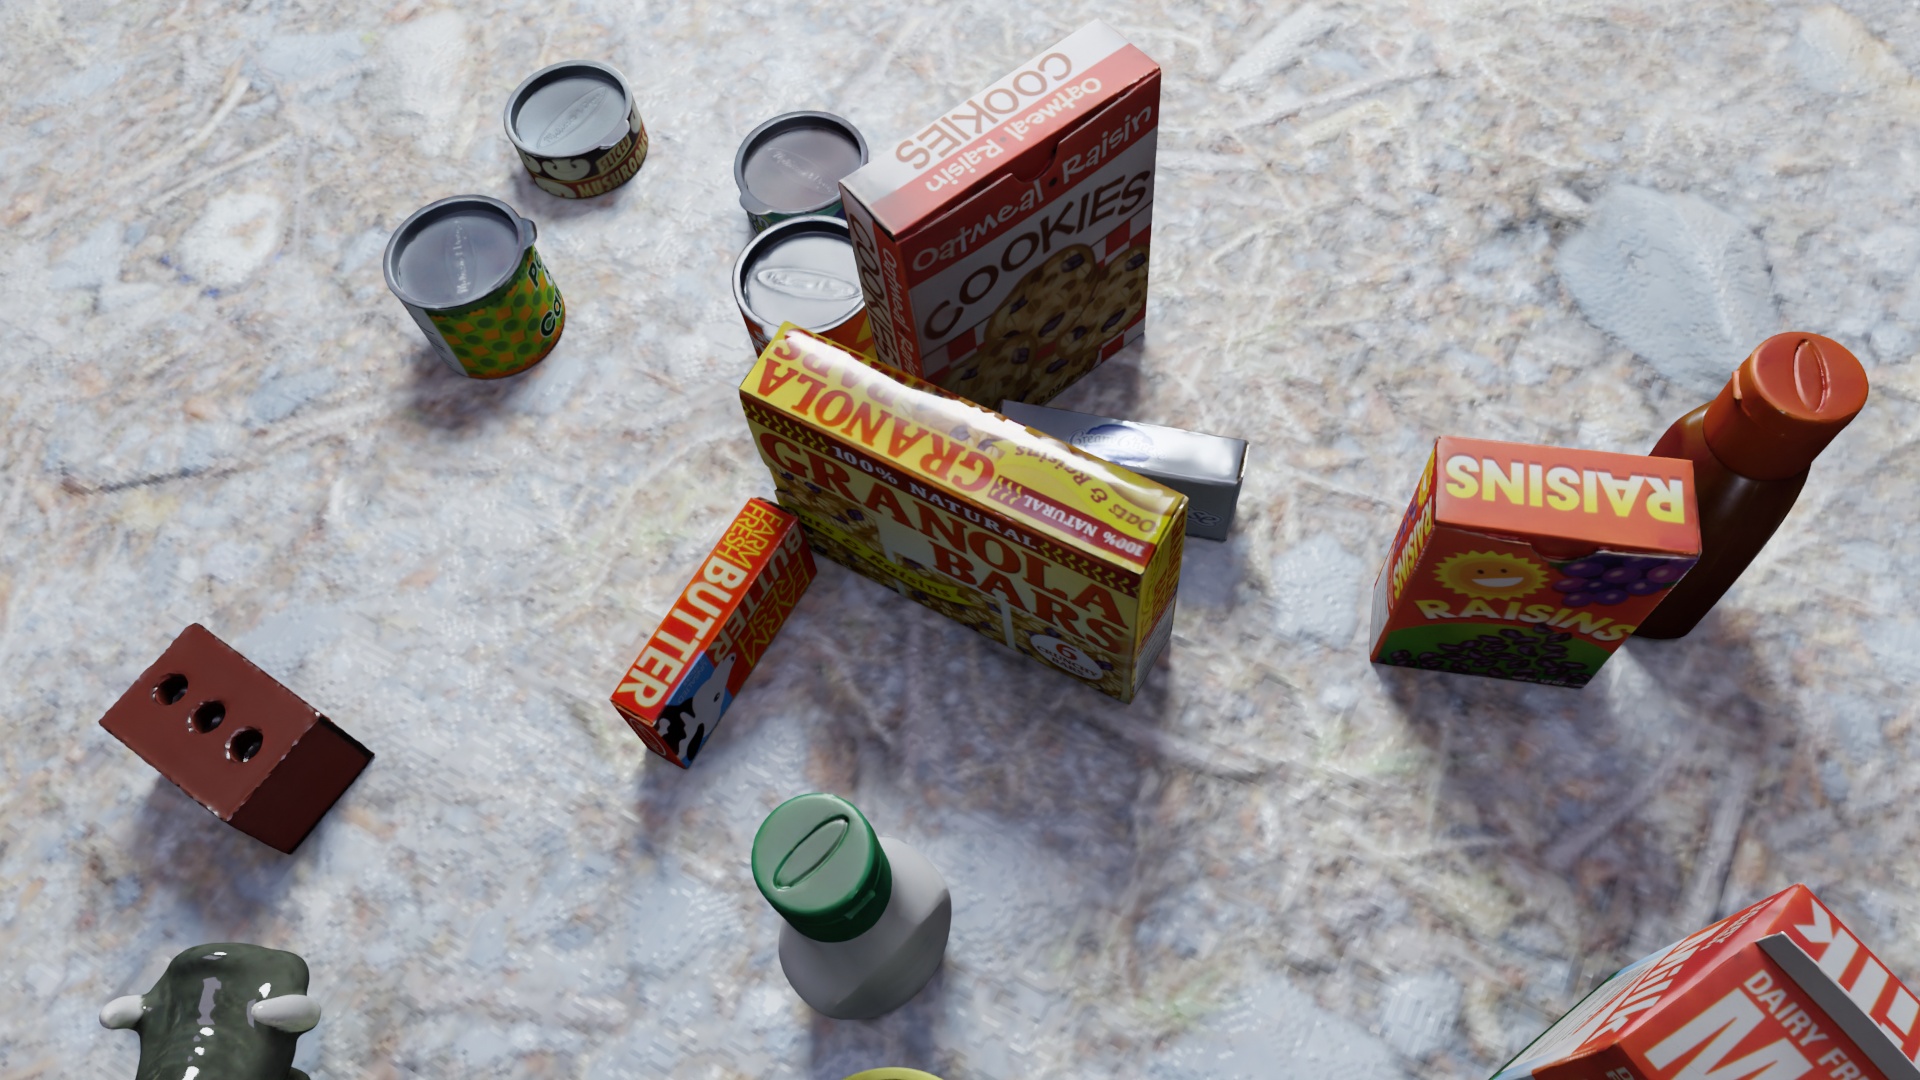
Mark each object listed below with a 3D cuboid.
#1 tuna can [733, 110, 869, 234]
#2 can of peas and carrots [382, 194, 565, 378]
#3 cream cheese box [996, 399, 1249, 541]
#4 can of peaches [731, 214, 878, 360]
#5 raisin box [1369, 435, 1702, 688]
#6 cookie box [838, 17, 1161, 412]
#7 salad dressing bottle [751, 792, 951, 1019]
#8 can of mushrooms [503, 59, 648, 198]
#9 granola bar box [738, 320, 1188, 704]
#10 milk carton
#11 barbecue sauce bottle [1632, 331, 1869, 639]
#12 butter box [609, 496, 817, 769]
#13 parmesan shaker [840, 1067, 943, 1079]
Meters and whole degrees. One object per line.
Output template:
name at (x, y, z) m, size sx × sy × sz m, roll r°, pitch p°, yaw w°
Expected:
tuna can at (-0.078, -0.175, 0.685) m, size 0.071 × 0.032 × 0.071 m, roll -2°, pitch 62°, yaw 4°
can of peas and carrots at (-0.224, -0.119, 0.653) m, size 0.071 × 0.058 × 0.071 m, roll -2°, pitch 63°, yaw 4°
cream cheese box at (0.066, -0.028, 0.584) m, size 0.104 × 0.053 × 0.024 m, roll 11°, pitch 64°, yaw 10°
can of peaches at (-0.066, -0.102, 0.631) m, size 0.071 × 0.057 × 0.071 m, roll -2°, pitch 63°, yaw 4°
raisin box at (0.205, 0.012, 0.512) m, size 0.086 × 0.123 × 0.040 m, roll 8°, pitch 64°, yaw 9°
cookie box at (0.022, -0.111, 0.567) m, size 0.123 × 0.166 × 0.040 m, roll -36°, pitch 66°, yaw -13°
salad dressing bottle at (-0.036, 0.122, 0.461) m, size 0.064 × 0.147 × 0.044 m, roll -42°, pitch 67°, yaw -16°
can of mushrooms at (-0.195, -0.210, 0.712) m, size 0.071 × 0.033 × 0.071 m, roll -2°, pitch 62°, yaw 4°
granola bar box at (0.002, -0.007, 0.539) m, size 0.166 × 0.123 × 0.039 m, roll 25°, pitch 68°, yaw 17°
milk carton at (0.220, 0.158, 0.396) m, size 0.073 × 0.189 × 0.072 m, roll -34°, pitch 65°, yaw -12°
barbecue sauce bottle at (0.276, -0.019, 0.508) m, size 0.044 × 0.148 × 0.065 m, roll 8°, pitch 64°, yaw 9°
butter box at (-0.098, 0.037, 0.564) m, size 0.024 × 0.053 × 0.104 m, roll 25°, pitch 67°, yaw 17°
parmesan shaker at (-0.017, 0.210, 0.439) m, size 0.071 × 0.102 × 0.071 m, roll -2°, pitch 63°, yaw 4°
